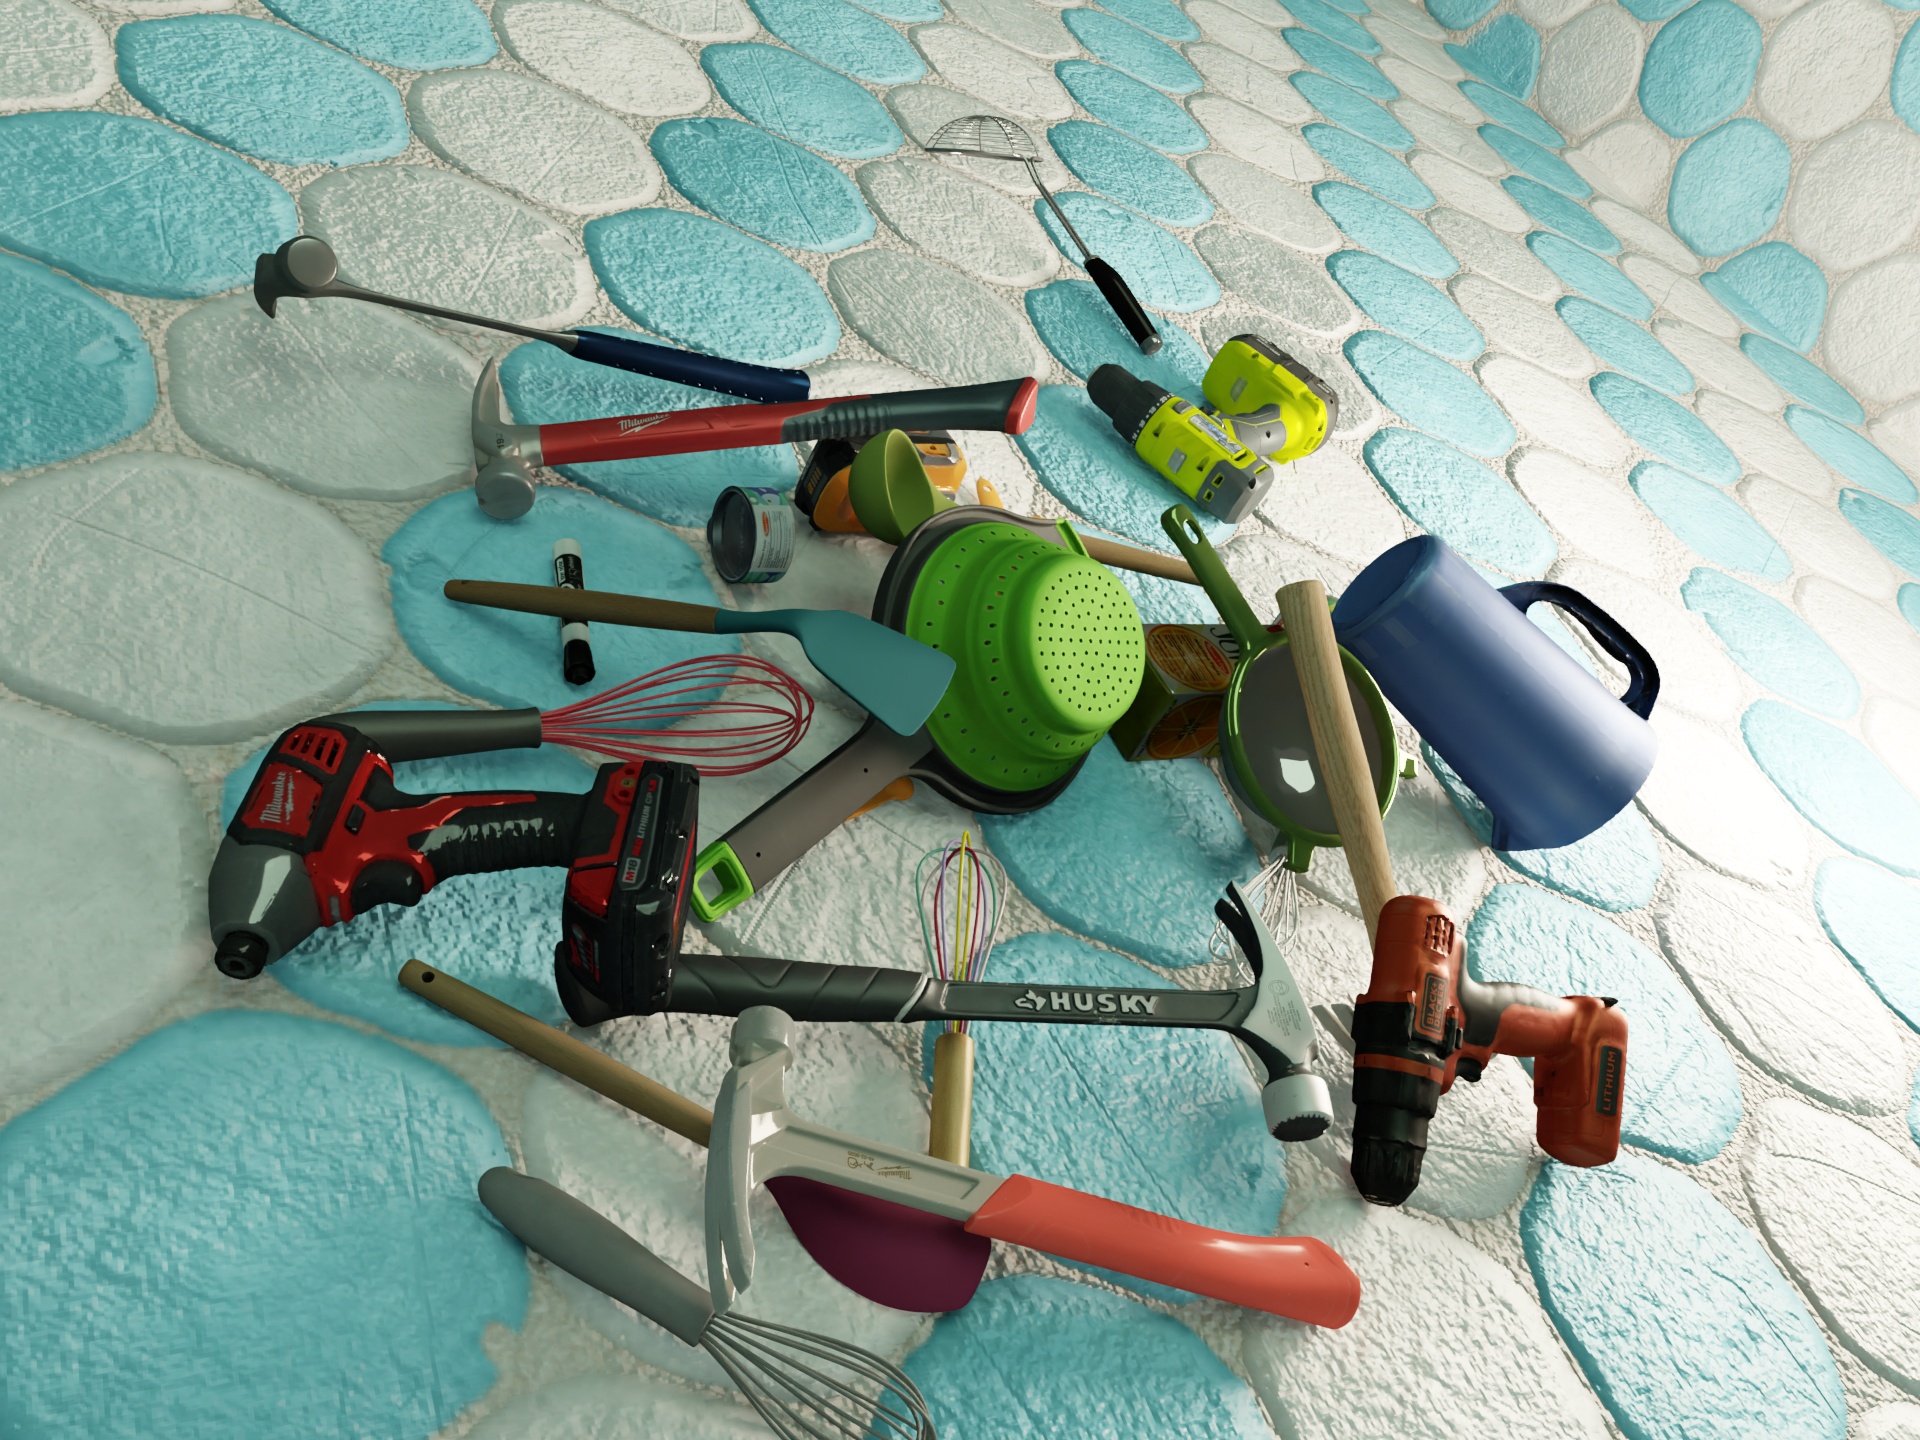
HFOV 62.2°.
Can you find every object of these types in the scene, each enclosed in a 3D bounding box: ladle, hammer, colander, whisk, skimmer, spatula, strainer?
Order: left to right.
[{"bbox_3d":[-0.293,-0.275,1.140,0.405,0.035,0.144,5,3,-38],"label":"hammer"},{"bbox_3d":[-0.221,0.002,0.902,0.295,0.073,0.073,-4,49,-28],"label":"whisk"},{"bbox_3d":[-0.163,-0.050,0.928,0.317,0.044,0.082,8,36,18],"label":"spatula"},{"bbox_3d":[-0.111,0.262,0.698,0.239,0.055,0.055,30,38,7],"label":"whisk"},{"bbox_3d":[-0.138,-0.215,1.103,0.386,0.038,0.143,-7,47,-11],"label":"hammer"},{"bbox_3d":[-0.006,0.143,0.843,0.408,0.036,0.149,5,49,-13],"label":"hammer"},{"bbox_3d":[-0.004,0.157,0.879,0.051,0.047,0.245,19,43,-15],"label":"whisk"},{"bbox_3d":[-0.002,-0.003,0.960,0.397,0.094,0.204,-39,109,-37],"label":"colander"},{"bbox_3d":[0.091,-0.504,1.669,0.127,0.090,0.363,-13,65,-44],"label":"skimmer"},{"bbox_3d":[0.064,-0.133,1.113,0.320,0.062,0.078,10,69,-29],"label":"ladle"},{"bbox_3d":[0.047,0.251,0.775,0.358,0.036,0.149,22,35,-21],"label":"hammer"},{"bbox_3d":[0.195,-0.026,1.085,0.151,0.069,0.256,-33,92,-34],"label":"strainer"},{"bbox_3d":[0.218,0.099,1.079,0.059,0.058,0.246,63,32,-14],"label":"whisk"},{"bbox_3d":[0.257,0.069,1.031,0.130,0.031,0.331,-6,78,-33],"label":"hammer"}]

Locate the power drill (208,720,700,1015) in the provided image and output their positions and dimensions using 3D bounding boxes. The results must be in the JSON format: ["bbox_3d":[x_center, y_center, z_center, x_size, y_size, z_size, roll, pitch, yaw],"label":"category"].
[{"bbox_3d":[-0.244,0.073,0.770,0.219,0.078,0.143,7,41,-4],"label":"power drill"}]

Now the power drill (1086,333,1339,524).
[{"bbox_3d":[0.238,-0.286,1.486,0.191,0.080,0.228,41,43,14],"label":"power drill"}]

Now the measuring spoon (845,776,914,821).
[{"bbox_3d":[-0.072,0.051,0.976,0.117,0.011,0.021,-17,57,-42],"label":"measuring spoon"}]

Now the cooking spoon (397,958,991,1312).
[{"bbox_3d":[-0.130,0.195,0.772,0.319,0.017,0.069,27,56,1],"label":"cooking spoon"}]

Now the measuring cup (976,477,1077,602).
[{"bbox_3d":[0.051,-0.146,1.233,0.095,0.052,0.174,3,48,-29],"label":"measuring cup"}]

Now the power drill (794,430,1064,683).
[{"bbox_3d":[-0.040,-0.109,1.121,0.185,0.084,0.226,-8,56,-36],"label":"power drill"}]
